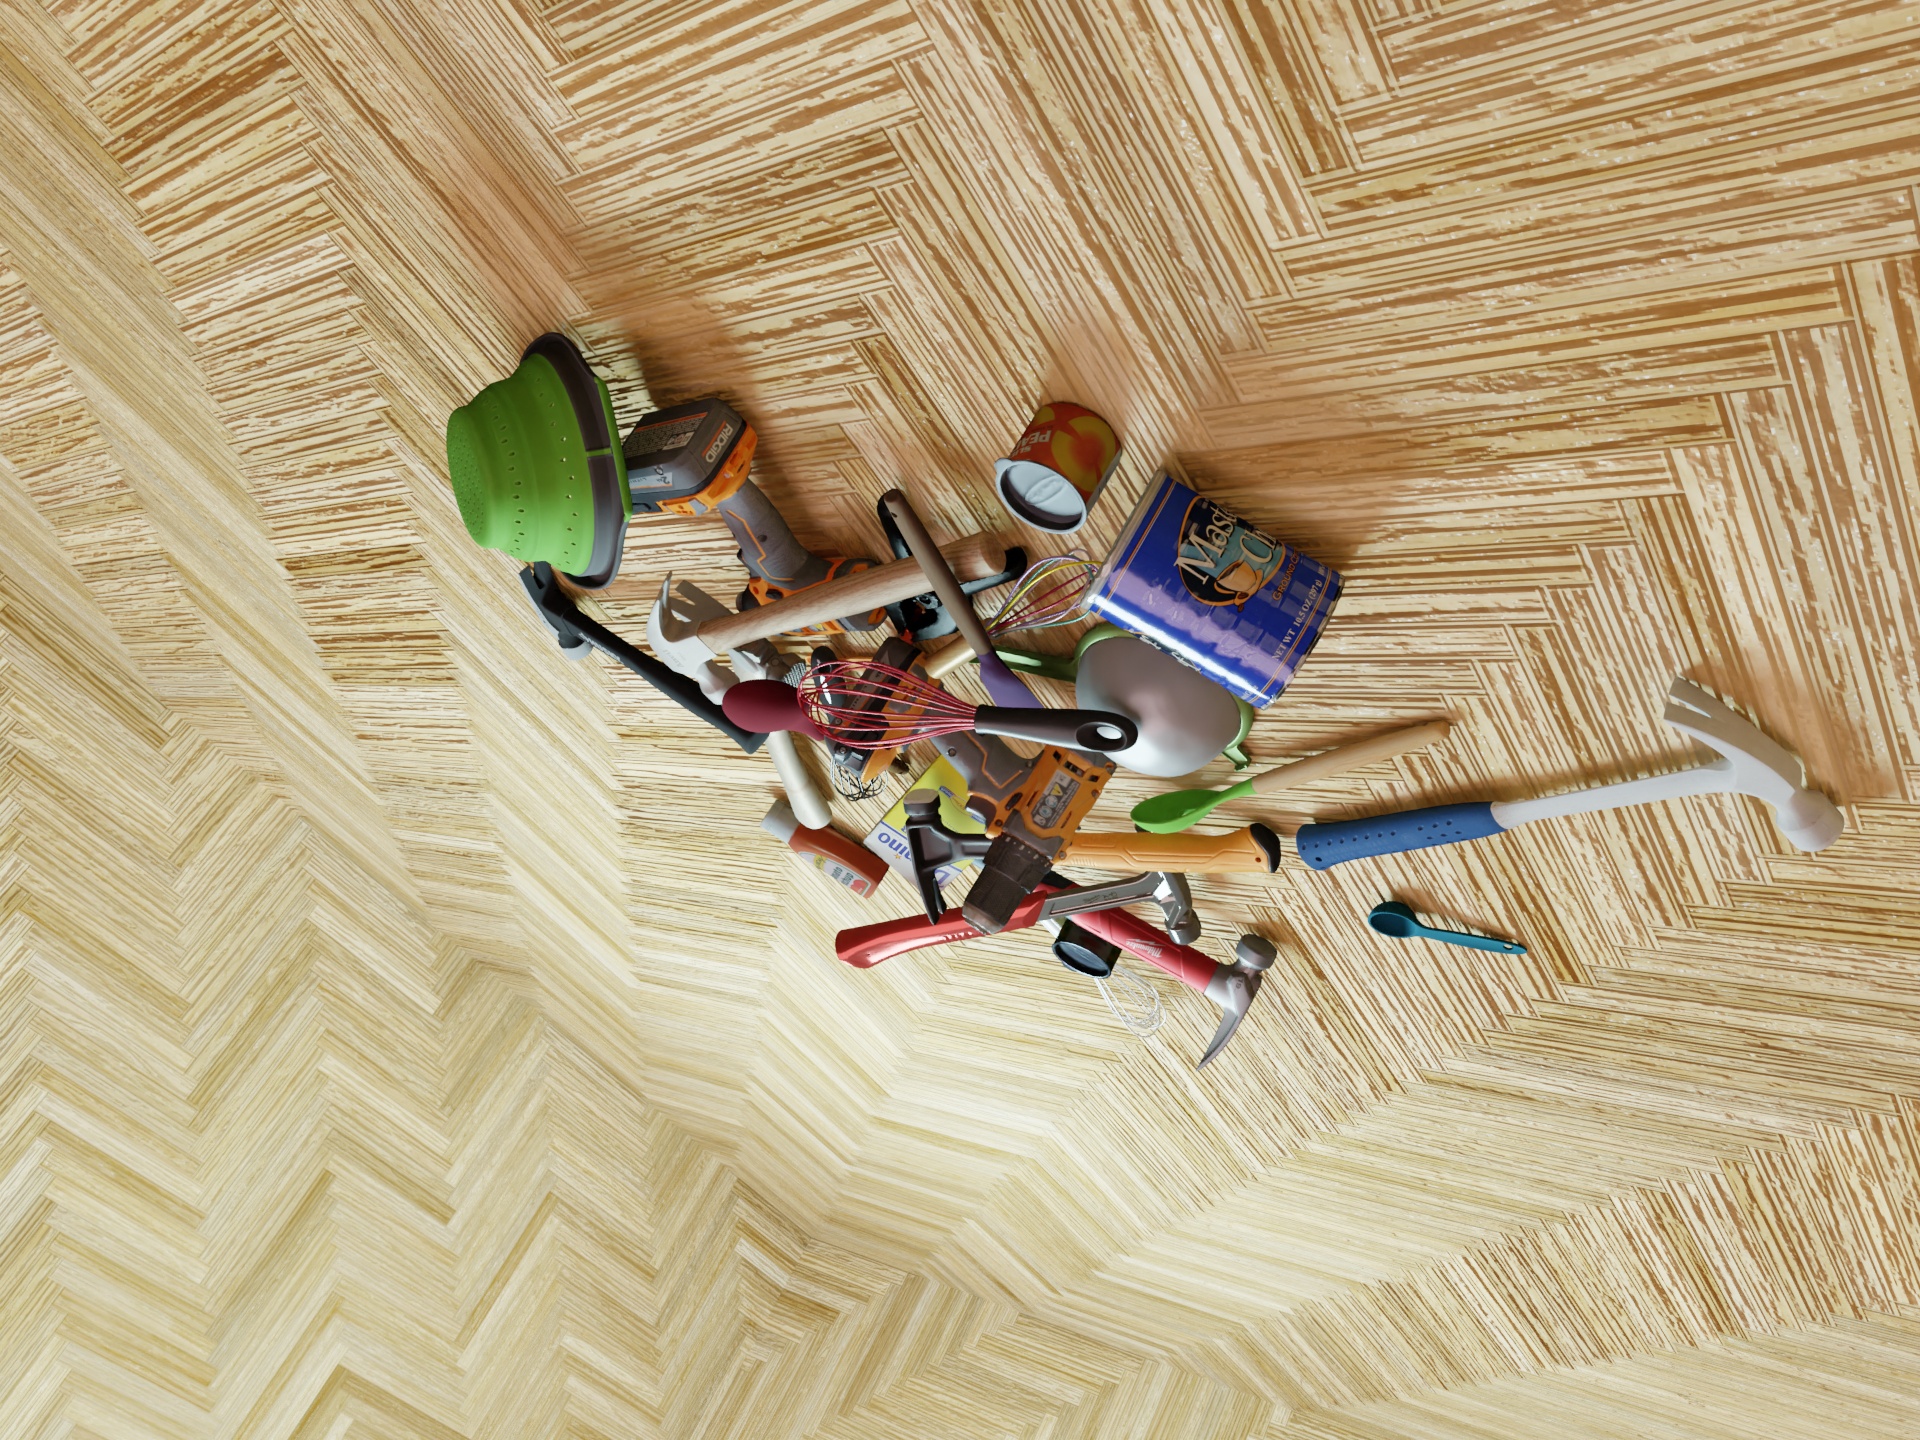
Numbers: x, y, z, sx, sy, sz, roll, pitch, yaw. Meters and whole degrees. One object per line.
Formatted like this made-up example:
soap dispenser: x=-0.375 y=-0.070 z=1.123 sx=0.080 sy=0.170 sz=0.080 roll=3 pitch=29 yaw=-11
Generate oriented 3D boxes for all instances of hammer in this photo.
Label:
hammer: x=-0.306 y=-0.055 z=1.542 sx=0.335 sy=0.035 sz=0.146 roll=30 pitch=155 yaw=32
hammer: x=0.390 y=0.061 z=1.130 sx=0.144 sy=0.035 sz=0.405 roll=41 pitch=151 yaw=-19
hammer: x=0.038 y=0.178 z=1.505 sx=0.359 sy=0.037 sz=0.149 roll=-14 pitch=123 yaw=24
hammer: x=0.113 y=0.121 z=1.398 sx=0.337 sy=0.034 sz=0.127 roll=-1 pitch=112 yaw=23
hammer: x=0.105 y=0.190 z=1.551 sx=0.386 sy=0.038 sz=0.143 roll=28 pitch=109 yaw=14
hammer: x=-0.188 y=0.006 z=1.559 sx=0.146 sy=0.038 sz=0.410 roll=35 pitch=161 yaw=19
hammer: x=-0.112 y=-0.091 z=1.234 sx=0.331 sy=0.031 sz=0.129 roll=-14 pitch=137 yaw=33

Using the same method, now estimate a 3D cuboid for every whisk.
whisk: x=-0.002 y=-0.004 z=1.241 sx=0.296 sy=0.073 sz=0.073 roll=7 pitch=145 yaw=25
whisk: x=0.133 y=0.246 z=1.673 sx=0.246 sy=0.059 sz=0.058 roll=46 pitch=140 yaw=-18
whisk: x=-0.109 y=0.006 z=1.506 sx=0.055 sy=0.055 sz=0.238 roll=19 pitch=150 yaw=20
whisk: x=0.039 y=-0.075 z=1.221 sx=0.051 sy=0.047 sz=0.245 roll=60 pitch=146 yaw=0

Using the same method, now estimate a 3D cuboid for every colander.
colander: x=-0.384 y=-0.199 z=1.319 sx=0.397 sy=0.094 sz=0.204 roll=5 pitch=107 yaw=60

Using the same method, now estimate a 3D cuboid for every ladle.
ladle: x=-0.116 y=0.016 z=1.428 sx=0.069 sy=0.031 sz=0.315 roll=-19 pitch=161 yaw=18

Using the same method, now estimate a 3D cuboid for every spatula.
spatula: x=0.010 y=-0.068 z=1.187 sx=0.060 sy=0.018 sz=0.315 roll=20 pitch=158 yaw=33

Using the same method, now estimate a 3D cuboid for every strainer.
strainer: x=0.099 y=-0.015 z=1.252 sx=0.256 sy=0.069 sz=0.151 roll=14 pitch=148 yaw=27

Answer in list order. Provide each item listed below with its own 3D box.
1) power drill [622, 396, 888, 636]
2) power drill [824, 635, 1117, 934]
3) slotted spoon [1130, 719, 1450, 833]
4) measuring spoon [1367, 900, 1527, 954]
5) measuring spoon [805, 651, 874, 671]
power drill: x=-0.179 y=-0.150 z=1.292 sx=0.164 sy=0.084 sz=0.226 roll=-1 pitch=143 yaw=44
power drill: x=-0.006 y=0.056 z=1.351 sx=0.226 sy=0.185 sz=0.084 roll=32 pitch=173 yaw=4
slotted spoon: x=0.248 y=0.045 z=1.231 sx=0.314 sy=0.070 sz=0.031 roll=-23 pitch=95 yaw=51
measuring spoon: x=0.406 y=0.171 z=1.323 sx=0.128 sy=0.021 sz=0.042 roll=10 pitch=148 yaw=17
measuring spoon: x=-0.093 y=-0.054 z=1.442 sx=0.117 sy=0.011 sz=0.021 roll=4 pitch=148 yaw=35
